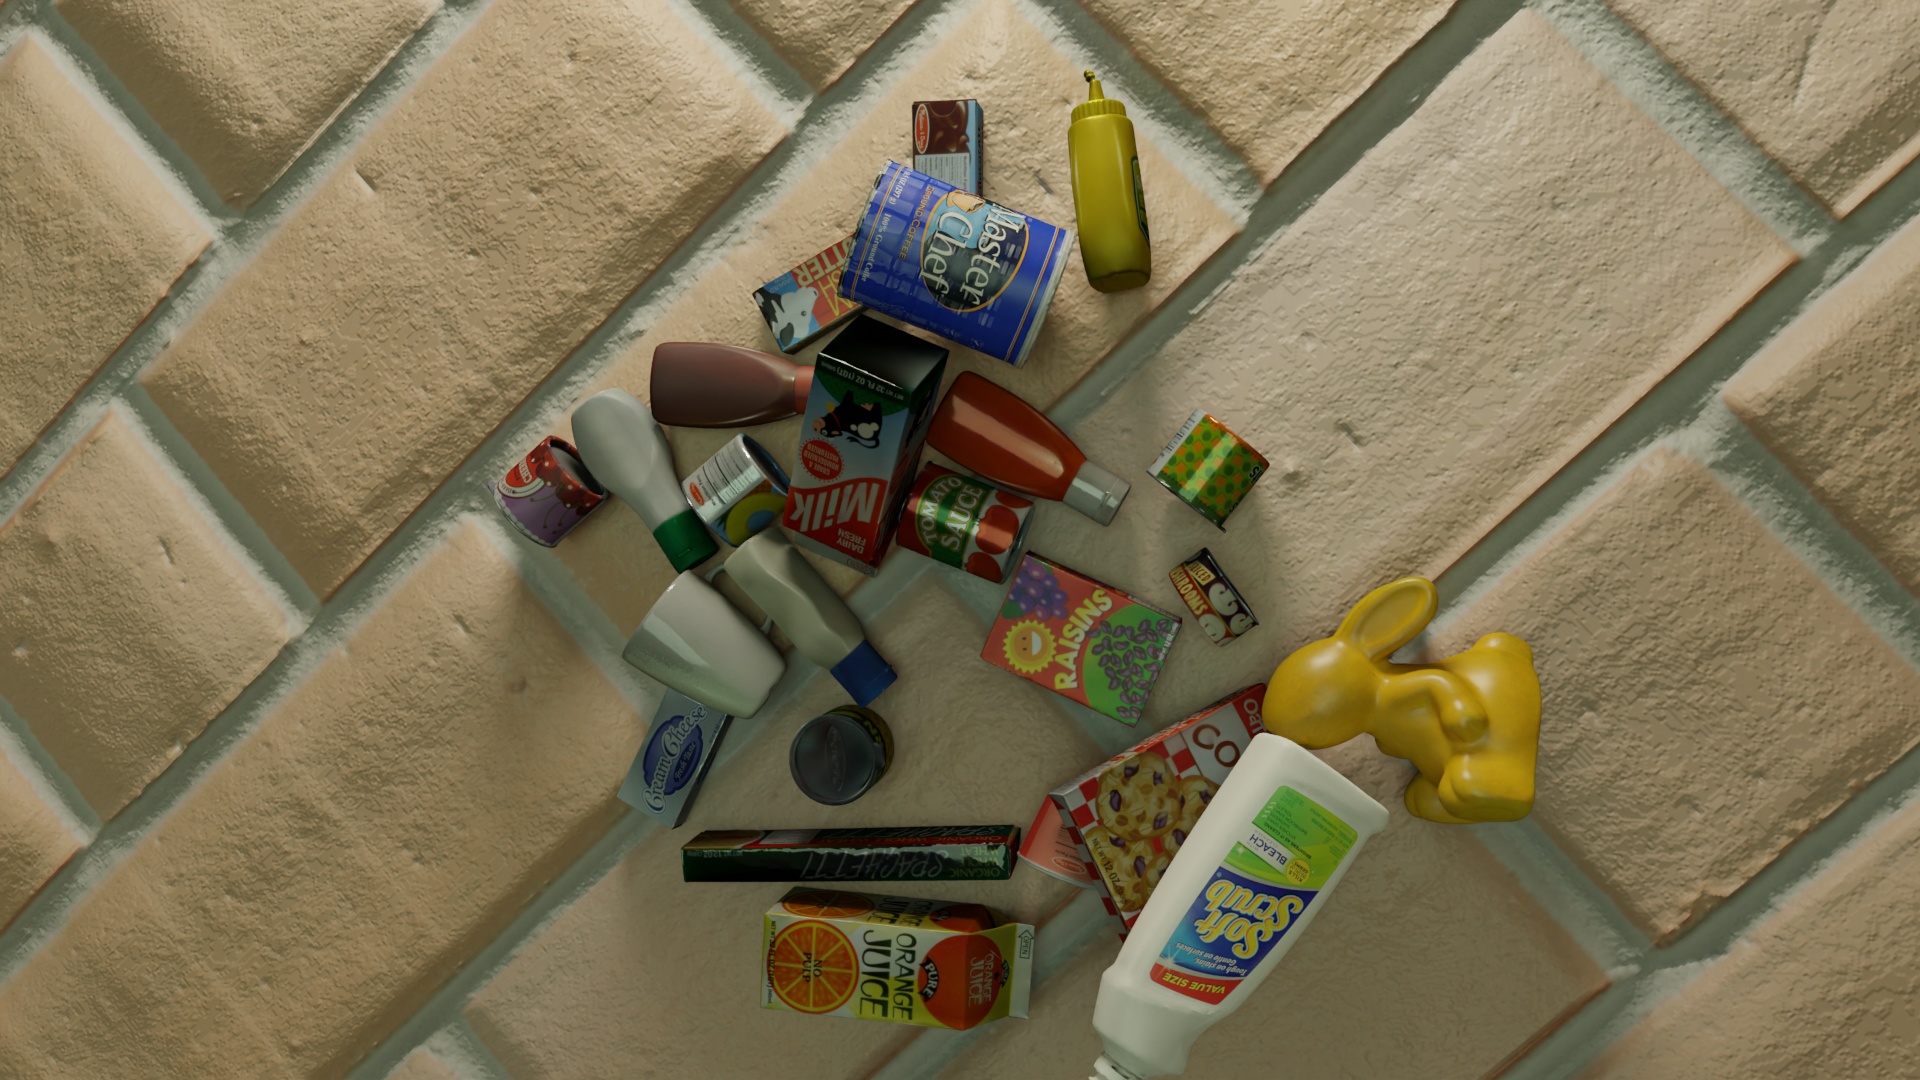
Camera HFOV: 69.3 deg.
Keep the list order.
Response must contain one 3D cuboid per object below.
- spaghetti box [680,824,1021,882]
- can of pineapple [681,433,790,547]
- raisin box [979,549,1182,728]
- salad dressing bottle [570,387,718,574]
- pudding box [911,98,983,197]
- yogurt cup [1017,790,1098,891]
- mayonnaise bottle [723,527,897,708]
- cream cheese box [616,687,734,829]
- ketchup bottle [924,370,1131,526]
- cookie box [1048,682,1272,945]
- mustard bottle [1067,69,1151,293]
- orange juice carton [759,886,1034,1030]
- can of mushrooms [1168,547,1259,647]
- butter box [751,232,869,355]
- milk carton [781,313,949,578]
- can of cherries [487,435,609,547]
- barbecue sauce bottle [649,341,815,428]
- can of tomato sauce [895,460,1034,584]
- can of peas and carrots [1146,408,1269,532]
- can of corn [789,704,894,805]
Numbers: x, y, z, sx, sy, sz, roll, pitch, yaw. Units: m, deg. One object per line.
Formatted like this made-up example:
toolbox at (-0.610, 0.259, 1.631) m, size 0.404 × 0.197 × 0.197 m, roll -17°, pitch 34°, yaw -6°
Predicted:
spaghetti box at (-0.081, 0.233, 1.032) m, size 0.250 × 0.050 × 0.028 m, roll -3°, pitch 93°, yaw 10°
can of pineapple at (-0.163, -0.037, 1.035) m, size 0.058 × 0.071 × 0.071 m, roll -39°, pitch 85°, yaw 8°
raisin box at (0.088, 0.070, 1.006) m, size 0.123 × 0.040 × 0.086 m, roll 24°, pitch 96°, yaw 7°
salad dressing bottle at (-0.239, -0.044, 1.058) m, size 0.064 × 0.044 × 0.147 m, roll -34°, pitch 87°, yaw 7°
pudding box at (-0.009, -0.279, 1.021) m, size 0.049 × 0.030 × 0.083 m, roll 0°, pitch 91°, yaw 11°
yogurt cup at (0.081, 0.214, 0.998) m, size 0.072 × 0.072 × 0.054 m, roll 20°, pitch 86°, yaw 9°
mayonnaise bottle at (-0.108, 0.058, 1.029) m, size 0.041 × 0.065 × 0.148 m, roll -42°, pitch 88°, yaw 19°
cream cheese box at (-0.218, 0.163, 1.067) m, size 0.053 × 0.024 × 0.103 m, roll 27°, pitch 95°, yaw 10°
ketchup bottle at (0.051, -0.062, 1.007) m, size 0.149 × 0.043 × 0.064 m, roll 31°, pitch 98°, yaw 8°
cookie box at (0.164, 0.192, 0.965) m, size 0.168 × 0.040 × 0.123 m, roll -26°, pitch 87°, yaw -14°
mustard bottle at (0.104, -0.260, 0.986) m, size 0.049 × 0.065 × 0.160 m, roll -8°, pitch 86°, yaw 14°
orange juice carton at (-0.043, 0.306, 1.015) m, size 0.193 × 0.073 × 0.071 m, roll 3°, pitch 92°, yaw 9°
can of mushrooms at (0.177, 0.039, 0.975) m, size 0.033 × 0.071 × 0.071 m, roll -35°, pitch 86°, yaw 10°
butter box at (-0.099, -0.187, 1.041) m, size 0.103 × 0.024 × 0.053 m, roll -29°, pitch 87°, yaw 9°
milk carton at (-0.073, -0.056, 0.992) m, size 0.072 × 0.074 × 0.189 m, roll 24°, pitch 128°, yaw 8°
can of cherries at (-0.313, -0.039, 1.056) m, size 0.058 × 0.071 × 0.071 m, roll -40°, pitch 85°, yaw 8°
barbecue sauce bottle at (-0.156, -0.115, 1.042) m, size 0.148 × 0.044 × 0.065 m, roll 4°, pitch 93°, yaw 9°
can of tomato sauce at (0.004, -0.013, 1.003) m, size 0.083 × 0.071 × 0.071 m, roll 22°, pitch 95°, yaw 8°
can of peas and carrots at (0.176, -0.049, 0.976) m, size 0.071 × 0.071 × 0.058 m, roll 38°, pitch 97°, yaw 7°
can of corn at (-0.084, 0.157, 1.027) m, size 0.071 × 0.058 × 0.071 m, roll 0°, pitch 91°, yaw 10°
